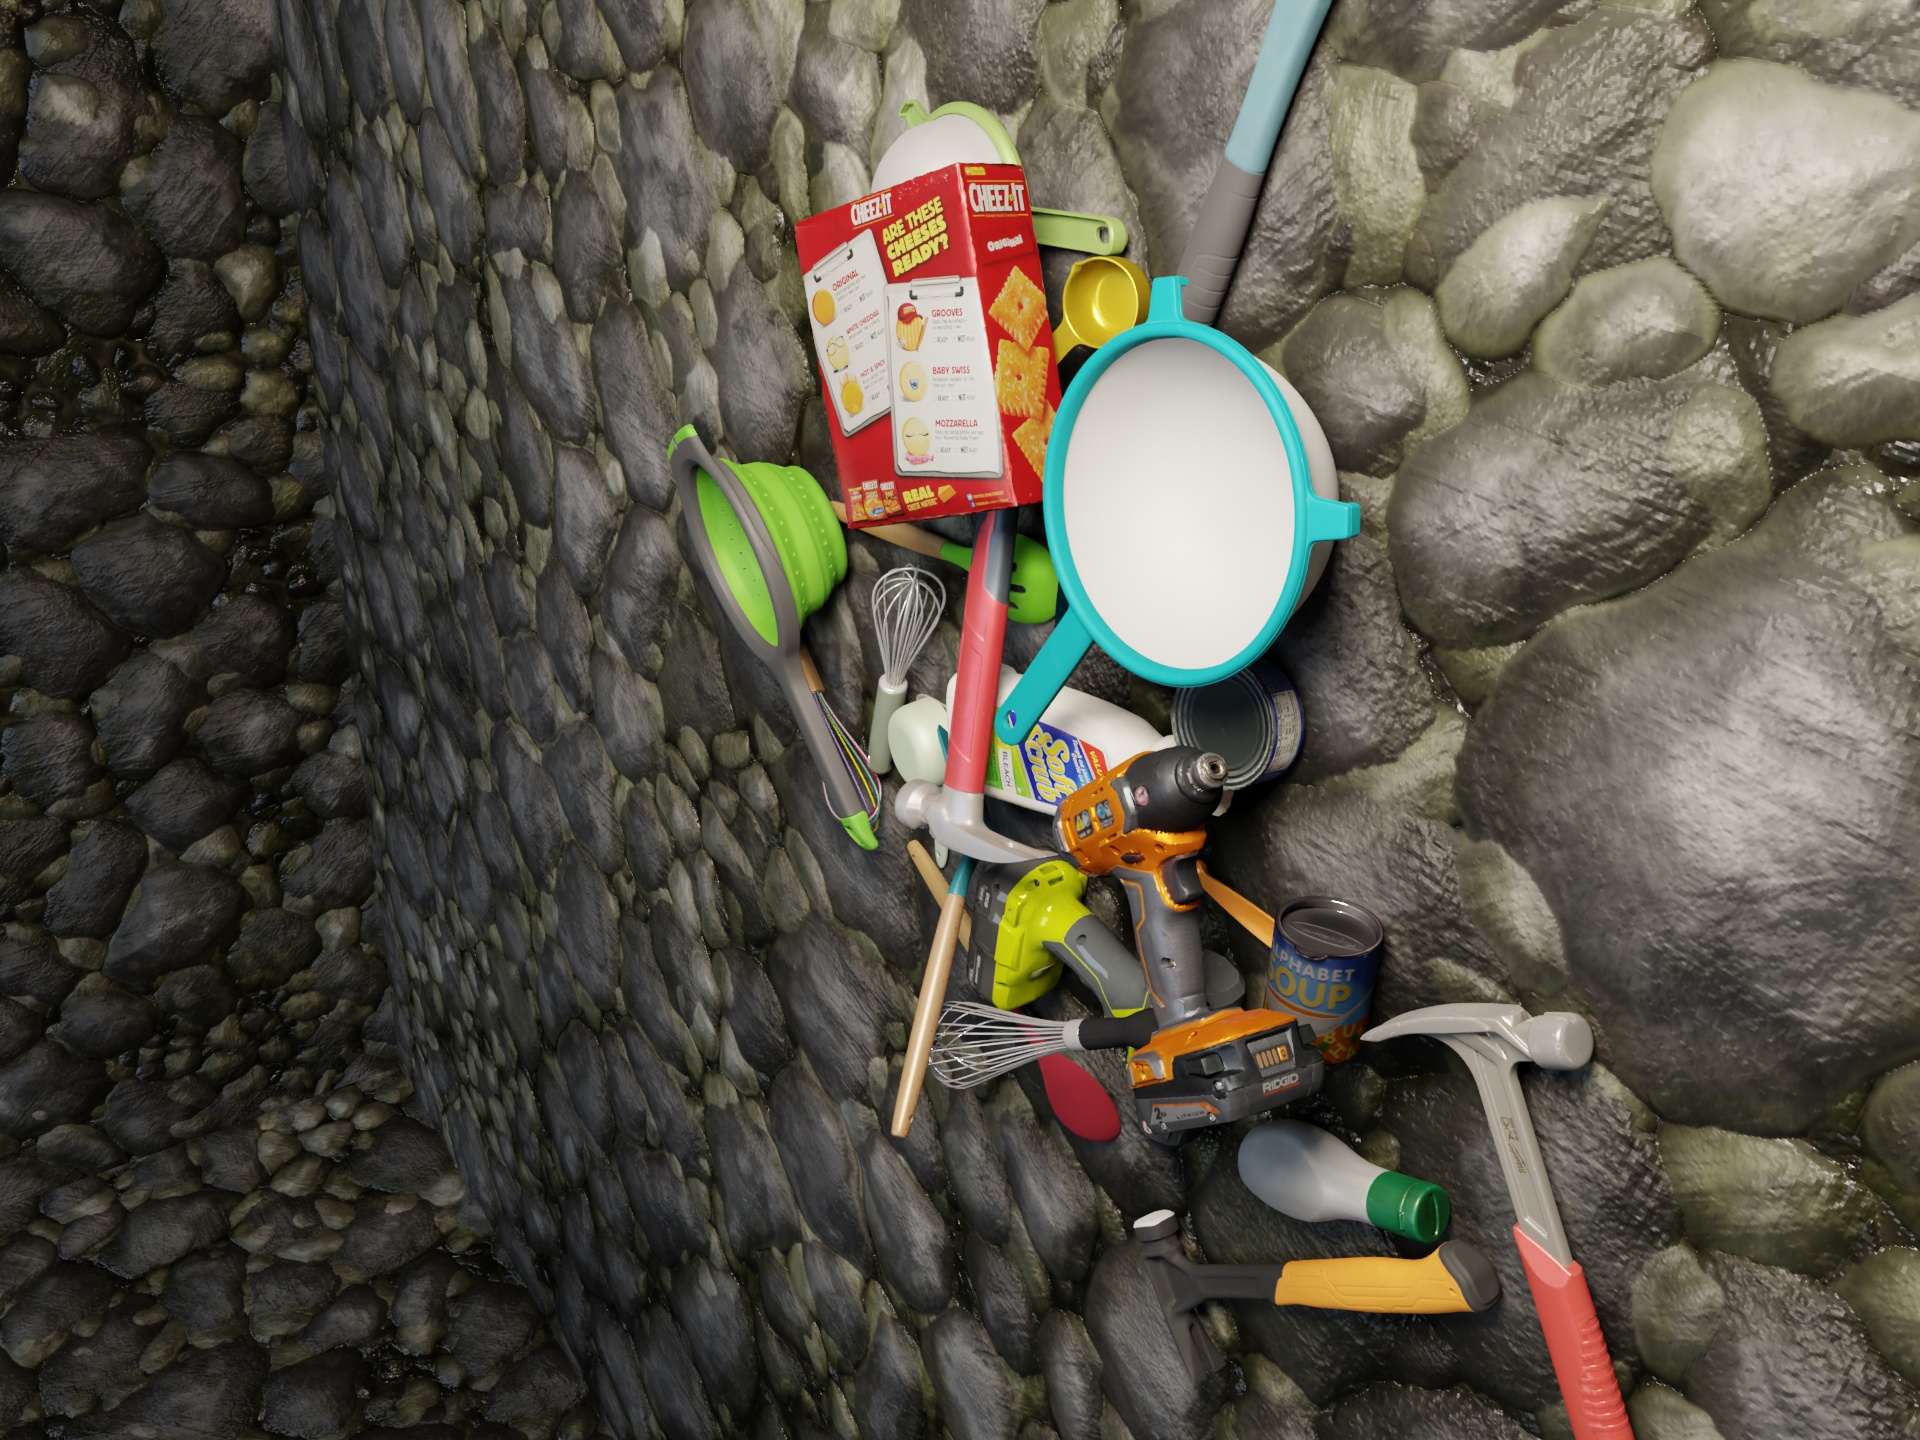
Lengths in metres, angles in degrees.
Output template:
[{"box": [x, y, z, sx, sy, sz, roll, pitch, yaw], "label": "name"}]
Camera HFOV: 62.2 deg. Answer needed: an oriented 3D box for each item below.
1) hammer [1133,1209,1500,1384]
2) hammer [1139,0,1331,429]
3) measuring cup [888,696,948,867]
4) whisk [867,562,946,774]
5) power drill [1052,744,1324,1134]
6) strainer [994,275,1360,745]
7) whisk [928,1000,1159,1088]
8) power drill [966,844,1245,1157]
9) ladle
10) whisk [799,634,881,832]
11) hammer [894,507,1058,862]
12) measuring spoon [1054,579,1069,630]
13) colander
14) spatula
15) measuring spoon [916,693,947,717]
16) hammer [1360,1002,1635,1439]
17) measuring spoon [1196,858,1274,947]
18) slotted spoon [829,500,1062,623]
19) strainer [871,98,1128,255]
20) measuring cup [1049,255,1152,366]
[{"box": [0.242, 0.398, 1.101, 0.337, 0.034, 0.127, -33, 75, 56], "label": "hammer"}, {"box": [0.160, -0.307, 0.915, 0.128, 0.033, 0.330, 50, 140, 31], "label": "hammer"}, {"box": [-0.031, 0.060, 1.349, 0.083, 0.038, 0.167, 42, 141, 49], "label": "measuring cup"}, {"box": [-0.054, -0.037, 1.338, 0.246, 0.059, 0.058, 102, 171, -47], "label": "whisk"}, {"box": [0.140, 0.128, 0.976, 0.164, 0.084, 0.227, -40, 63, 61], "label": "power drill"}, {"box": [0.126, -0.094, 0.991, 0.211, 0.095, 0.340, 59, 141, 22], "label": "strainer"}, {"box": [0.062, 0.229, 1.144, 0.284, 0.070, 0.070, -16, 90, 46], "label": "whisk"}, {"box": [0.105, 0.208, 1.186, 0.223, 0.080, 0.171, 36, 131, 40], "label": "power drill"}, {"box": [0.035, 0.223, 1.343, 0.316, 0.031, 0.069, 55, 144, 29], "label": "ladle"}, {"box": [-0.129, -0.005, 1.472, 0.245, 0.047, 0.051, 66, 148, 18], "label": "whisk"}, {"box": [0.031, -0.093, 1.123, 0.143, 0.038, 0.386, 18, 106, 45], "label": "hammer"}, {"box": [0.083, -0.095, 1.144, 0.042, 0.021, 0.128, 43, 145, 38], "label": "measuring spoon"}, {"box": [-0.129, -0.082, 1.394, 0.397, 0.094, 0.204, 66, 161, -5], "label": "colander"}, {"box": [-0.018, 0.159, 1.213, 0.044, 0.082, 0.318, 1, 63, 27], "label": "spatula"}, {"box": [-0.002, -0.004, 1.313, 0.124, 0.018, 0.034, 27, 132, 57], "label": "measuring spoon"}, {"box": [0.343, 0.340, 0.922, 0.149, 0.036, 0.359, -18, 88, 57], "label": "hammer"}, {"box": [0.195, 0.128, 1.077, 0.117, 0.011, 0.021, 39, 133, 37], "label": "measuring spoon"}, {"box": [-0.025, -0.139, 1.273, 0.314, 0.031, 0.070, 27, 128, 50], "label": "slotted spoon"}, {"box": [0.009, -0.341, 1.091, 0.257, 0.069, 0.151, 30, 127, 49], "label": "strainer"}, {"box": [0.068, -0.245, 1.048, 0.156, 0.029, 0.062, -39, 80, 44], "label": "measuring cup"}]
